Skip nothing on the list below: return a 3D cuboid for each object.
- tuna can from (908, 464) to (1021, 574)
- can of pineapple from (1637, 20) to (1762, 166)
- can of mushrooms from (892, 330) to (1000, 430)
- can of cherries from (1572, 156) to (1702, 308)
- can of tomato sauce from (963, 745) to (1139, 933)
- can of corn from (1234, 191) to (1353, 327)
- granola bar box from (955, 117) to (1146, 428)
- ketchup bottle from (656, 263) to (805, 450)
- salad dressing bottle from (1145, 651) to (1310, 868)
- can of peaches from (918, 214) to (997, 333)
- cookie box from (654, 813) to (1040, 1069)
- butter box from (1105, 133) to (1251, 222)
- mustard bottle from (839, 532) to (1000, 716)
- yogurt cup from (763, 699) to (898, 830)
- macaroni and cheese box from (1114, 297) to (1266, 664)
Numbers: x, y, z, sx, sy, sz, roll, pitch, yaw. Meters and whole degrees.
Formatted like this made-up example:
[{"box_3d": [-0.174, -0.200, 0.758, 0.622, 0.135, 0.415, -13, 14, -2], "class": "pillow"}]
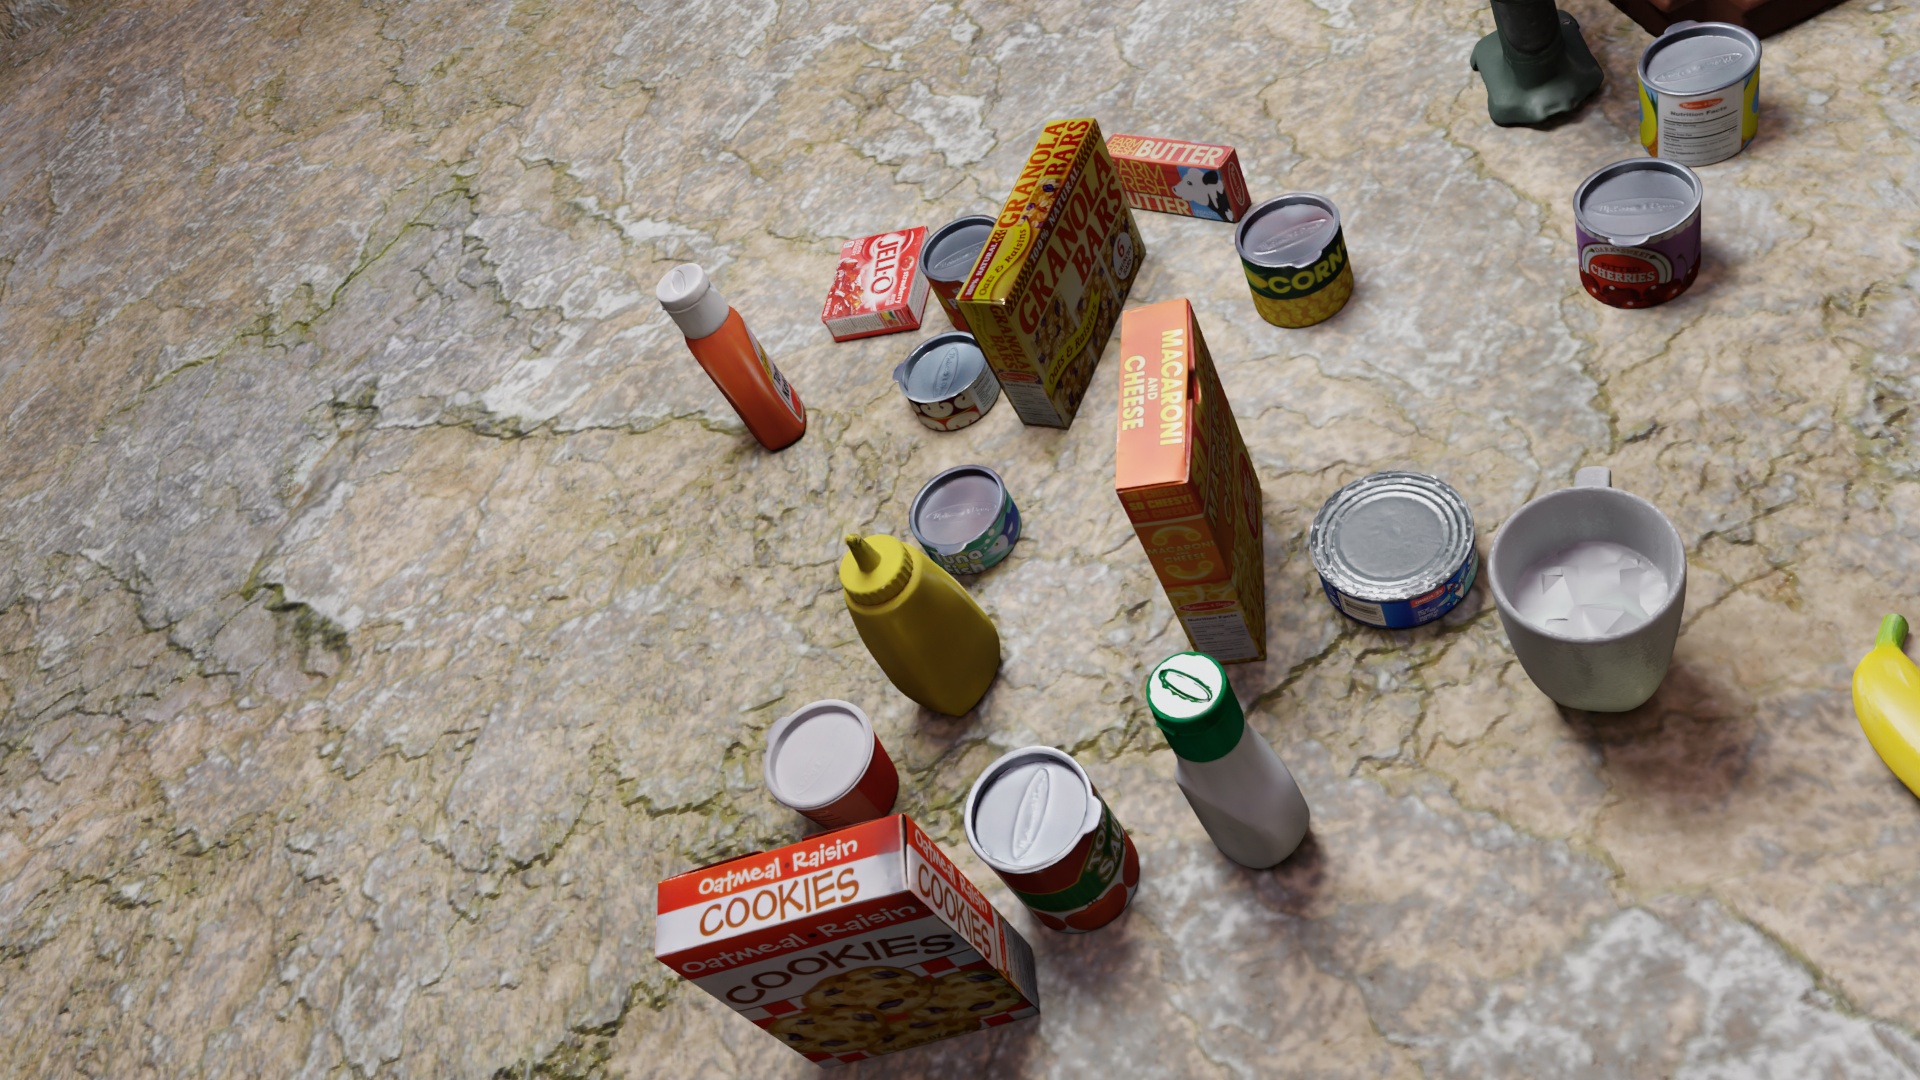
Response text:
[{"box_3d": [0.003, -0.011, 0.886, 0.071, 0.032, 0.071, -14, 50, 17], "class": "tuna can"}, {"box_3d": [0.451, -0.274, 0.850, 0.071, 0.057, 0.071, -14, 50, 17], "class": "can of pineapple"}, {"box_3d": [-0.009, -0.111, 0.970, 0.071, 0.033, 0.071, -14, 50, 17], "class": "can of mushrooms"}, {"box_3d": [0.390, -0.176, 0.803, 0.071, 0.058, 0.072, -14, 50, 17], "class": "can of cherries"}, {"box_3d": [0.049, 0.152, 0.700, 0.071, 0.082, 0.071, -14, 50, 17], "class": "can of tomato sauce"}, {"box_3d": [0.216, -0.178, 0.893, 0.071, 0.058, 0.071, -14, 50, 17], "class": "can of corn"}, {"box_3d": [0.064, -0.177, 0.923, 0.039, 0.123, 0.166, 7, 59, 31], "class": "granola bar box"}, {"box_3d": [-0.162, -0.131, 0.984, 0.043, 0.148, 0.065, -29, 47, 4], "class": "ketchup bottle"}, {"box_3d": [0.125, 0.105, 0.655, 0.064, 0.147, 0.044, 28, 71, 39], "class": "salad dressing bottle"}, {"box_3d": [0.011, -0.190, 1.005, 0.071, 0.058, 0.071, -14, 50, 17], "class": "can of peaches"}, {"box_3d": [-0.049, 0.194, 0.659, 0.123, 0.166, 0.040, -19, 49, 13], "class": "cookie box"}, {"box_3d": [0.152, -0.260, 0.992, 0.103, 0.053, 0.024, 20, 66, 37], "class": "butter box"}, {"box_3d": [-0.029, 0.038, 0.776, 0.049, 0.159, 0.065, 18, 65, 36], "class": "mustard bottle"}, {"box_3d": [-0.071, 0.133, 0.795, 0.072, 0.053, 0.073, -14, 50, 17], "class": "yogurt cup"}, {"box_3d": [0.127, -0.028, 0.746, 0.040, 0.166, 0.124, -9, 51, 21], "class": "macaroni and cheese box"}]
